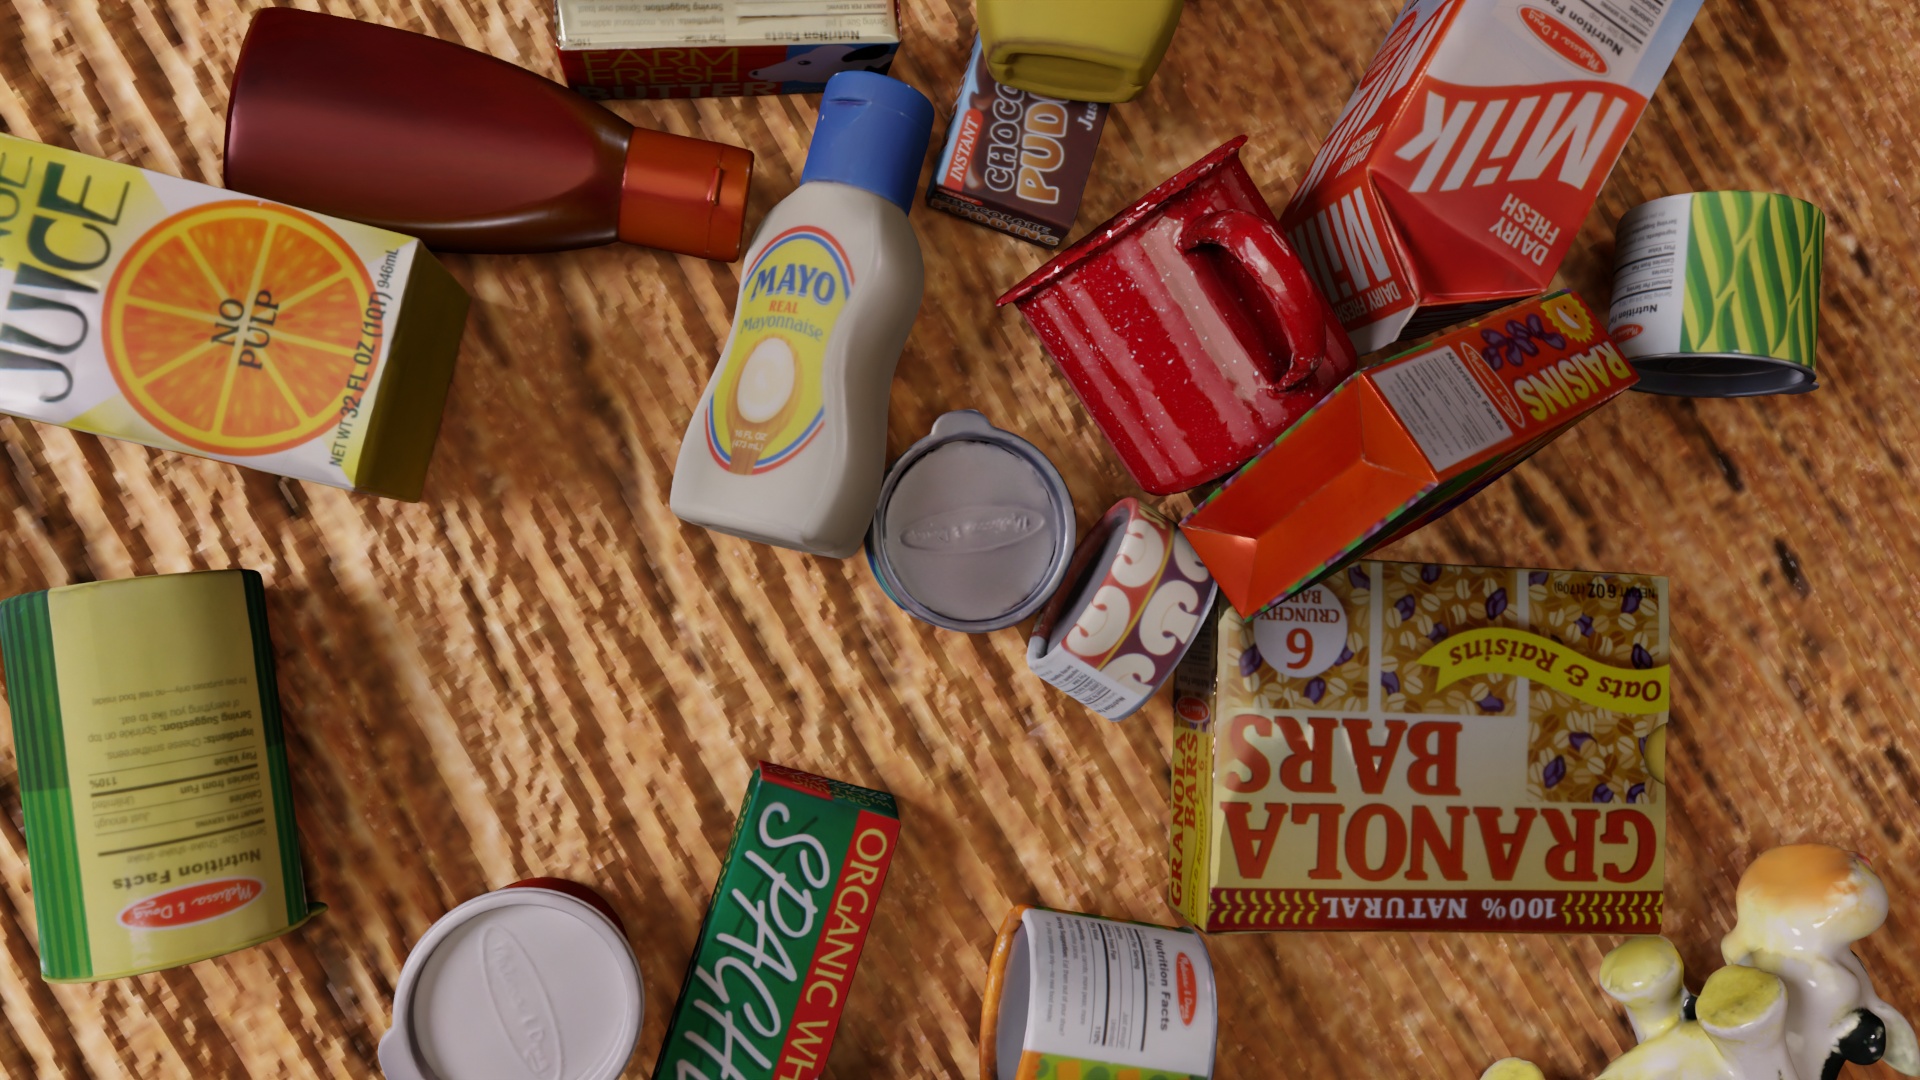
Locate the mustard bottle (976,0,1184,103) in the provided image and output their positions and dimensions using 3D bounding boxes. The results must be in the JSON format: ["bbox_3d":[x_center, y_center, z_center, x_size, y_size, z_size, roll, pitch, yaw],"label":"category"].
[{"bbox_3d":[0.043,-0.220,0.429,0.065,0.049,0.160,7,88,-1],"label":"mustard bottle"}]

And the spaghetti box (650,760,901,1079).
[{"bbox_3d":[-0.079,0.194,0.430,0.050,0.028,0.250,19,84,-10],"label":"spaghetti box"}]

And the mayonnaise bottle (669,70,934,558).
[{"bbox_3d":[-0.044,-0.071,0.436,0.065,0.041,0.148,11,83,29],"label":"mayonnaise bottle"}]

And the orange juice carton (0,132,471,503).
[{"bbox_3d":[-0.249,-0.067,0.390,0.193,0.073,0.072,13,86,-9],"label":"orange juice carton"}]

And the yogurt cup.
[{"bbox_3d":[-0.127,0.132,0.412,0.072,0.054,0.072,0,87,-10],"label":"yogurt cup"}]

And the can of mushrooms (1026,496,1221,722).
[{"bbox_3d":[0.052,0.019,0.444,0.033,0.071,0.071,31,83,-6],"label":"can of mushrooms"}]

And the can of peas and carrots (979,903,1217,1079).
[{"bbox_3d":[0.041,0.153,0.437,0.059,0.071,0.071,11,86,-9],"label":"can of peas and carrots"}]

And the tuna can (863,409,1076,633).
[{"bbox_3d":[0.002,-0.006,0.453,0.071,0.033,0.071,0,87,-10],"label":"tuna can"}]

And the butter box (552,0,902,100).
[{"bbox_3d":[-0.073,-0.159,0.437,0.104,0.053,0.024,-5,91,-10],"label":"butter box"}]

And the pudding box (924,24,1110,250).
[{"bbox_3d":[0.023,-0.146,0.465,0.050,0.030,0.084,18,84,-8],"label":"pudding box"}]

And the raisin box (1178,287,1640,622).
[{"bbox_3d":[0.138,-0.028,0.425,0.124,0.085,0.040,-21,73,-38],"label":"raisin box"}]

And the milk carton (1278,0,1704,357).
[{"bbox_3d":[0.174,-0.140,0.472,0.073,0.072,0.191,32,81,-7],"label":"milk carton"}]

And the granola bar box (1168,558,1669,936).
[{"bbox_3d":[0.158,0.069,0.475,0.166,0.039,0.124,3,87,-10],"label":"granola bar box"}]

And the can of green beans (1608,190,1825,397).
[{"bbox_3d":[0.264,-0.085,0.488,0.071,0.071,0.058,8,86,-10],"label":"can of green beans"}]

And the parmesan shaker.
[{"bbox_3d":[-0.224,0.063,0.393,0.071,0.071,0.103,-8,88,-11],"label":"parmesan shaker"}]

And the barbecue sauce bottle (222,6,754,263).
[{"bbox_3d":[-0.140,-0.117,0.427,0.149,0.043,0.065,9,86,-10],"label":"barbecue sauce bottle"}]
